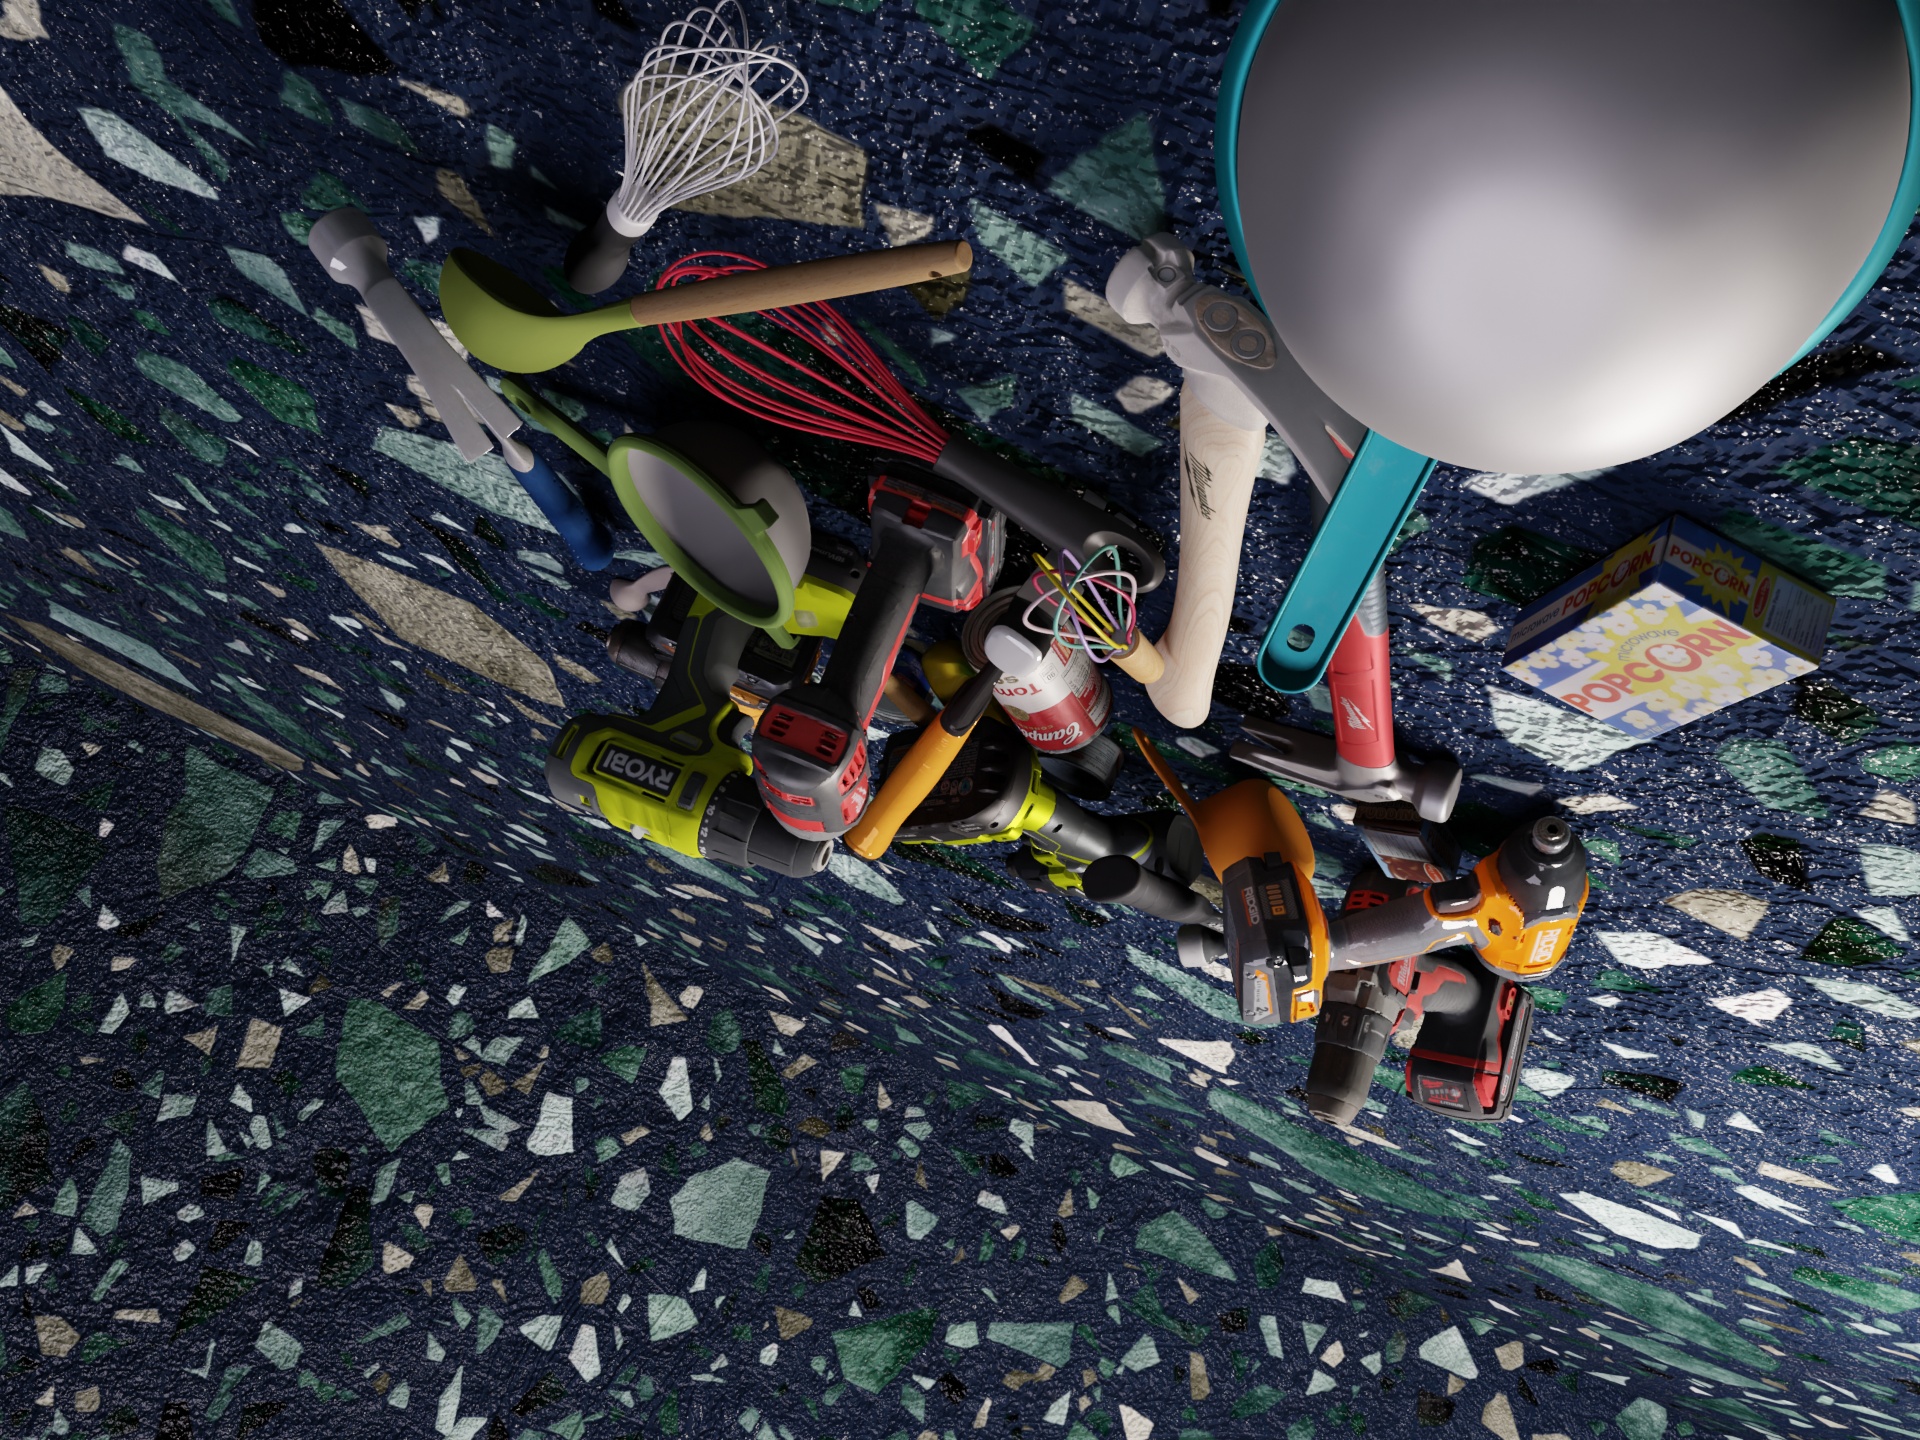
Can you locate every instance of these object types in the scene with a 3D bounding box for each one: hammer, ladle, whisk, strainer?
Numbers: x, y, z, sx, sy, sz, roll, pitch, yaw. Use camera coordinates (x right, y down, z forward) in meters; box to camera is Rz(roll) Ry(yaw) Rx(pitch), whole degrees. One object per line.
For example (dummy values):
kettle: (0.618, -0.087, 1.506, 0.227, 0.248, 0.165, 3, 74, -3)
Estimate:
hammer: (0.198, -0.053, 0.857, 0.143, 0.038, 0.385, 17, 158, 24)
hammer: (-0.278, -0.165, 0.995, 0.144, 0.035, 0.405, 52, 174, 9)
ladle: (-0.127, -0.205, 0.736, 0.320, 0.062, 0.078, 2, 169, 35)
whisk: (0.076, -0.048, 0.809, 0.047, 0.051, 0.245, 22, 180, 17)
hammer: (-0.002, -0.003, 0.957, 0.034, 0.127, 0.336, 36, 144, -1)
ladle: (-0.008, 0.017, 1.199, 0.069, 0.031, 0.315, 37, 177, 24)
hammer: (0.180, 0.143, 1.167, 0.149, 0.036, 0.408, -7, 164, 23)
whisk: (-0.025, -0.146, 0.806, 0.296, 0.073, 0.073, 31, 159, -1)
whisk: (-0.143, -0.249, 0.740, 0.070, 0.070, 0.284, 32, 163, -20)
strainer: (0.157, -0.107, 0.515, 0.211, 0.095, 0.340, 22, 136, 5)
hammer: (0.133, -0.073, 0.817, 0.146, 0.038, 0.410, 50, 171, 19)
strainer: (-0.182, -0.163, 0.999, 0.256, 0.069, 0.151, 37, 158, 19)

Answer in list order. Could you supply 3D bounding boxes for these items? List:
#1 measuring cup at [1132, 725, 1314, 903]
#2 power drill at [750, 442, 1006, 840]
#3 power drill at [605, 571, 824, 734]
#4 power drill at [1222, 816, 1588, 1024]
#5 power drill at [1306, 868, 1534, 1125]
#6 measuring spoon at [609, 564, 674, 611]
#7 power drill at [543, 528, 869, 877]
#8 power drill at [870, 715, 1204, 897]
measuring cup: (0.184, 0.055, 1.092, 0.052, 0.095, 0.173, -28, 118, 24)
power drill: (-0.050, -0.036, 0.913, 0.078, 0.220, 0.143, 22, 159, 8)
power drill: (-0.193, -0.054, 1.236, 0.185, 0.084, 0.226, 23, 164, -1)
power drill: (0.287, 0.122, 1.024, 0.226, 0.084, 0.164, -10, 146, 3)
power drill: (0.341, 0.236, 1.204, 0.080, 0.188, 0.226, 1, 153, 45)
measuring spoon: (-0.247, -0.104, 1.258, 0.034, 0.018, 0.124, 35, 157, -26)
power drill: (-0.141, -0.015, 1.052, 0.190, 0.229, 0.080, 20, 159, 12)
power drill: (0.047, 0.077, 1.165, 0.171, 0.080, 0.223, -11, 152, 43)
